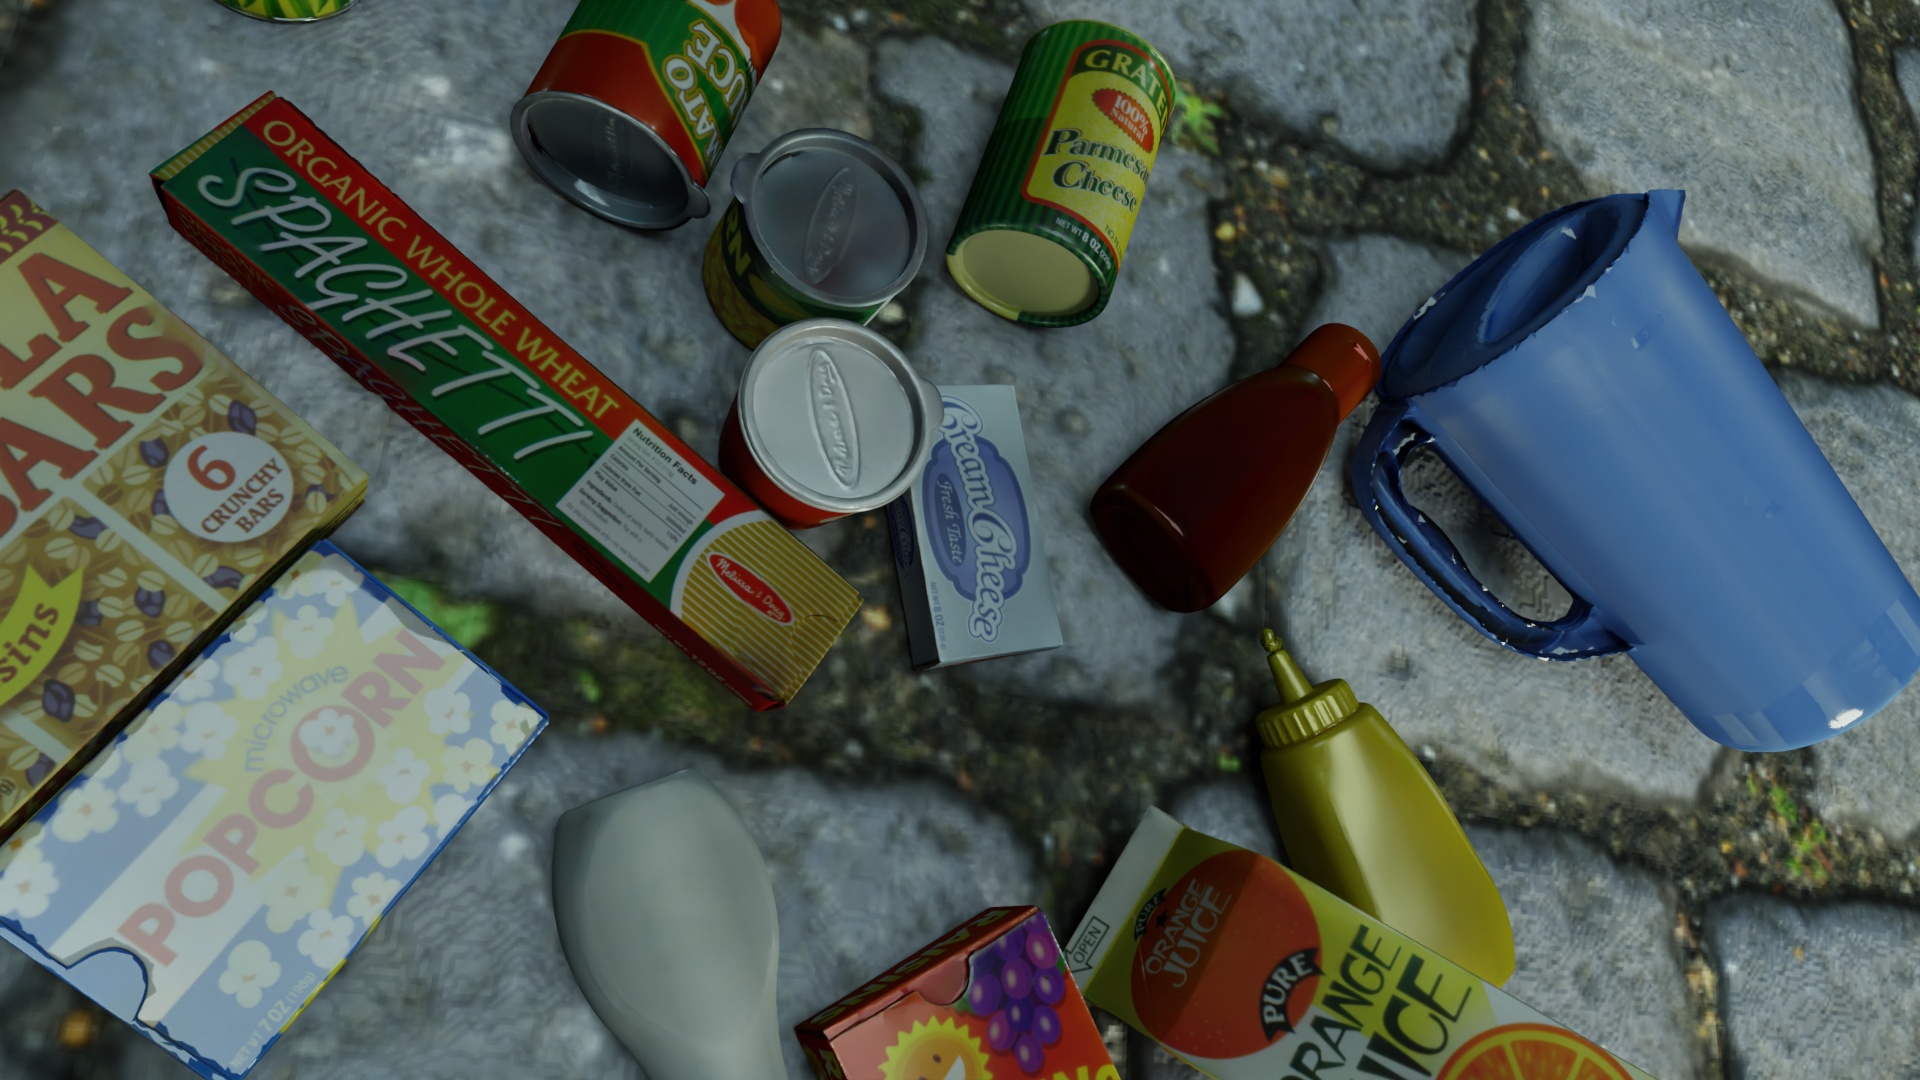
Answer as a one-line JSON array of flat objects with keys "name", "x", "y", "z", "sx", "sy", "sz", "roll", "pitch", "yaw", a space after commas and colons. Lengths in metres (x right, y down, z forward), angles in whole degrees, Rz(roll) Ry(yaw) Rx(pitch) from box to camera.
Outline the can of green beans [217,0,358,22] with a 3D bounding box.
[{"name": "can of green beans", "x": -0.222, "y": -0.212, "z": 0.448, "sx": 0.071, "sy": 0.057, "sz": 0.071, "roll": 7, "pitch": 73, "yaw": -24}]

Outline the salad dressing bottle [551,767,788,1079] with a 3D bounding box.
[{"name": "salad dressing bottle", "x": -0.078, "y": 0.146, "z": 0.422, "sx": 0.064, "sy": 0.044, "sz": 0.147, "roll": -16, "pitch": 84, "yaw": -30}]

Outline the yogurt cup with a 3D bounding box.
[{"name": "yogurt cup", "x": -0.050, "y": -0.036, "z": 0.481, "sx": 0.072, "sy": 0.053, "sz": 0.072, "roll": 7, "pitch": 72, "yaw": -24}]

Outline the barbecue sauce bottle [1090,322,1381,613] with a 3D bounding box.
[{"name": "barbecue sauce bottle", "x": 0.120, "y": -0.037, "z": 0.569, "sx": 0.149, "sy": 0.043, "sz": 0.065, "roll": -41, "pitch": 95, "yaw": -29}]

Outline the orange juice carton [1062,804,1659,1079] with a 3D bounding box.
[{"name": "orange juice carton", "x": 0.131, "y": 0.167, "z": 0.468, "sx": 0.193, "sy": 0.073, "sz": 0.072, "roll": 28, "pitch": 77, "yaw": 16}]

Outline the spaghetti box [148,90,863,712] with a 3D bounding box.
[{"name": "spaghetti box", "x": -0.141, "y": -0.041, "z": 0.453, "sx": 0.250, "sy": 0.028, "sz": 0.050, "roll": 41, "pitch": 62, "yaw": -10}]

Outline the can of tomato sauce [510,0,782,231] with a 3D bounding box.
[{"name": "can of tomato sauce", "x": -0.105, "y": -0.161, "z": 0.483, "sx": 0.071, "sy": 0.071, "sz": 0.083, "roll": 27, "pitch": 65, "yaw": -16}]

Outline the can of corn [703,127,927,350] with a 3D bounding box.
[{"name": "can of corn", "x": -0.056, "y": -0.105, "z": 0.496, "sx": 0.071, "sy": 0.058, "sz": 0.071, "roll": 7, "pitch": 73, "yaw": -24}]

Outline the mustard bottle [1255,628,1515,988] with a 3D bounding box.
[{"name": "mustard bottle", "x": 0.155, "y": 0.106, "z": 0.541, "sx": 0.065, "sy": 0.048, "sz": 0.160, "roll": -24, "pitch": 86, "yaw": -23}]

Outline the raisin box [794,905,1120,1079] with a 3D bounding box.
[{"name": "raisin box", "x": 0.011, "y": 0.194, "z": 0.452, "sx": 0.086, "sy": 0.040, "sz": 0.123, "roll": -23, "pitch": 85, "yaw": -28}]

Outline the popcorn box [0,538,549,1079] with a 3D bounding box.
[{"name": "popcorn box", "x": -0.191, "y": 0.074, "z": 0.391, "sx": 0.085, "sy": 0.038, "sz": 0.127, "roll": 42, "pitch": 62, "yaw": -11}]

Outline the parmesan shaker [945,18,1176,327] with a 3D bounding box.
[{"name": "parmesan shaker", "x": 0.043, "y": -0.143, "z": 0.551, "sx": 0.071, "sy": 0.071, "sz": 0.103, "roll": 26, "pitch": 66, "yaw": -17}]

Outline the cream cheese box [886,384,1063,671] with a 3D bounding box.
[{"name": "cream cheese box", "x": 0.002, "y": -0.006, "z": 0.515, "sx": 0.053, "sy": 0.024, "sz": 0.104, "roll": -5, "pitch": 78, "yaw": -28}]

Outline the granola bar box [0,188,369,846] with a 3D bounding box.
[{"name": "granola bar box", "x": -0.268, "y": 0.003, "z": 0.374, "sx": 0.124, "sy": 0.039, "sz": 0.166, "roll": 41, "pitch": 62, "yaw": -9}]
